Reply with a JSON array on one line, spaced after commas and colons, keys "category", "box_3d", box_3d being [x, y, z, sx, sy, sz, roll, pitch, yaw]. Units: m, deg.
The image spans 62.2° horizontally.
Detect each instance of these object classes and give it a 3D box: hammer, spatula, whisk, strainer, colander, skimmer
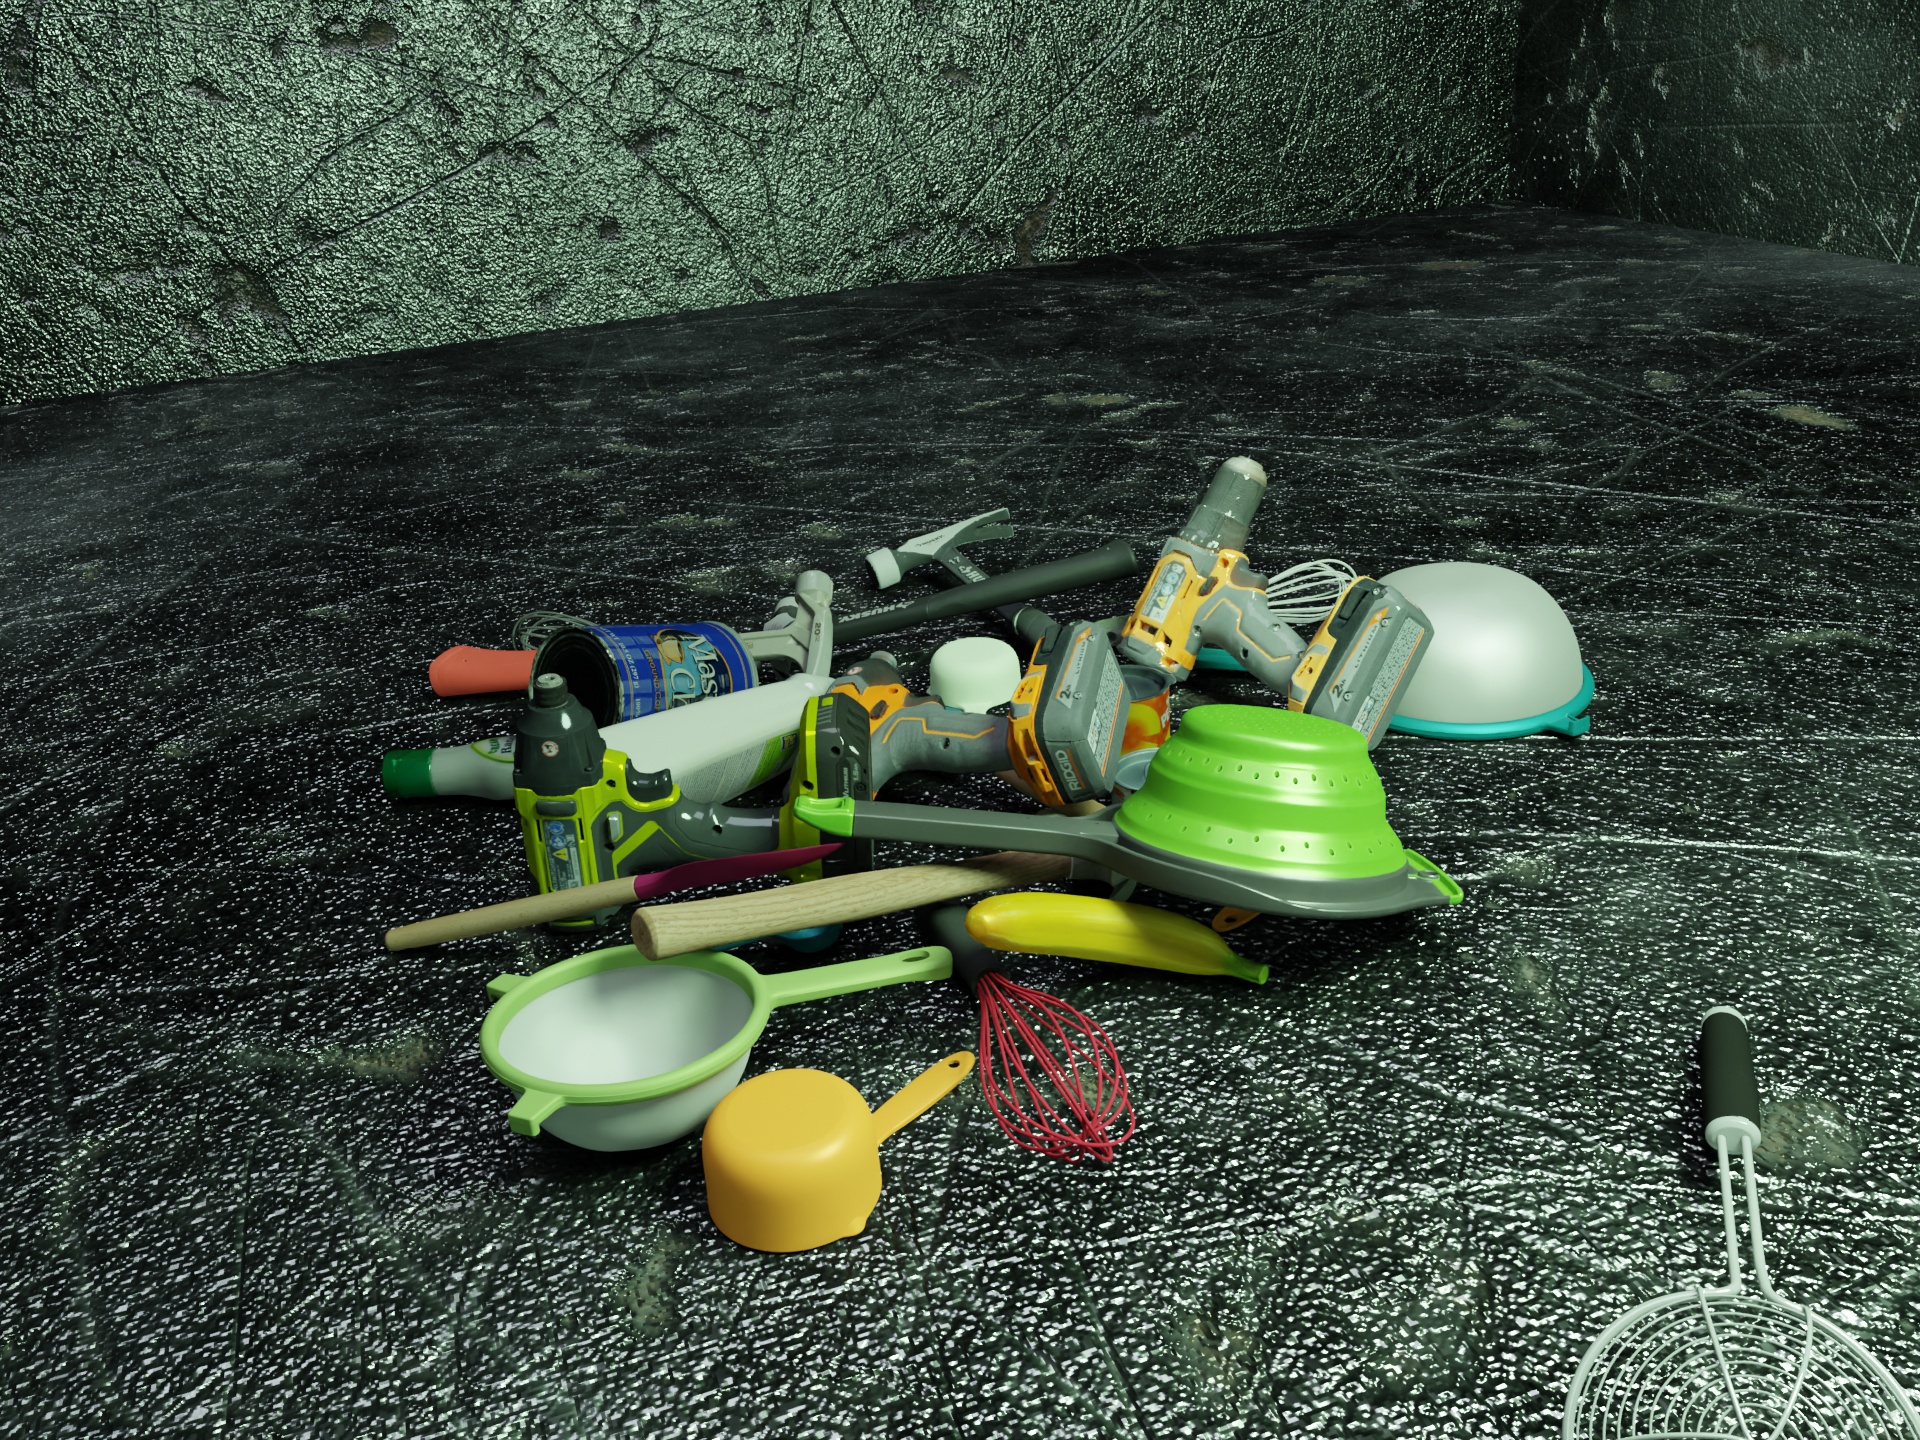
[{"category": "hammer", "box_3d": [-0.282, -0.043, 1.339, 0.359, 0.036, 0.149, -5, 56, 14]}, {"category": "spatula", "box_3d": [0.051, 0.051, 1.134, 0.318, 0.044, 0.082, 27, 52, 38]}, {"category": "whisk", "box_3d": [0.232, -0.097, 1.393, 0.246, 0.057, 0.059, -12, 35, -4]}, {"category": "strainer", "box_3d": [0.330, -0.075, 1.272, 0.340, 0.095, 0.211, 4, 27, 15]}, {"category": "hammer", "box_3d": [-0.033, 0.101, 0.946, 0.331, 0.031, 0.130, -7, 14, -33]}, {"category": "hammer", "box_3d": [0.053, -0.097, 1.414, 0.149, 0.036, 0.409, -25, 33, -14]}, {"category": "colander", "box_3d": [0.102, 0.037, 0.951, 0.397, 0.094, 0.204, 5, 10, -4]}, {"category": "whisk", "box_3d": [0.022, 0.156, 0.889, 0.073, 0.073, 0.296, -11, 20, -14]}, {"category": "skimmer", "box_3d": [0.338, 0.238, 0.698, 0.127, 0.090, 0.363, 3, 16, 23]}, {"category": "strainer", "box_3d": [-0.125, 0.175, 0.862, 0.256, 0.069, 0.152, -8, 21, -19]}, {"category": "hammer", "box_3d": [-0.011, -0.099, 1.376, 0.335, 0.035, 0.146, -13, 27, 8]}, {"category": "whisk", "box_3d": [-0.287, -0.059, 1.403, 0.239, 0.055, 0.055, 8, 28, 14]}]

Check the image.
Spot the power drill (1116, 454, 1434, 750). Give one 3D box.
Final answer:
[{"category": "power drill", "box_3d": [0.245, -0.094, 1.222, 0.226, 0.185, 0.084, 29, 4, 40]}]

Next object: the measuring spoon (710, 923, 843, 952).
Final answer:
[{"category": "measuring spoon", "box_3d": [-0.134, 0.142, 0.994, 0.128, 0.021, 0.042, -13, 26, 3]}]

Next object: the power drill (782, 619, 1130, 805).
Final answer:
[{"category": "power drill", "box_3d": [-0.002, -0.004, 1.114, 0.226, 0.084, 0.164, -8, 39, 23]}]

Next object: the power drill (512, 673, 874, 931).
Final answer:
[{"category": "power drill", "box_3d": [-0.168, 0.049, 1.014, 0.223, 0.171, 0.080, -2, 27, -2]}]

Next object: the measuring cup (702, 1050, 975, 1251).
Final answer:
[{"category": "measuring cup", "box_3d": [-0.055, 0.197, 0.815, 0.095, 0.052, 0.173, 20, 36, 40]}]

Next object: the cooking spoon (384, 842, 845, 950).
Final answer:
[{"category": "cooking spoon", "box_3d": [-0.220, 0.108, 0.980, 0.319, 0.017, 0.068, -13, -7, 17]}]

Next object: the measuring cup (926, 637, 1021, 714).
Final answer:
[{"category": "measuring cup", "box_3d": [0.010, -0.024, 1.280, 0.083, 0.038, 0.168, -3, 24, 3]}]

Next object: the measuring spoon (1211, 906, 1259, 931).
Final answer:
[{"category": "measuring spoon", "box_3d": [0.201, 0.109, 1.012, 0.117, 0.011, 0.021, -27, 33, -32]}]
